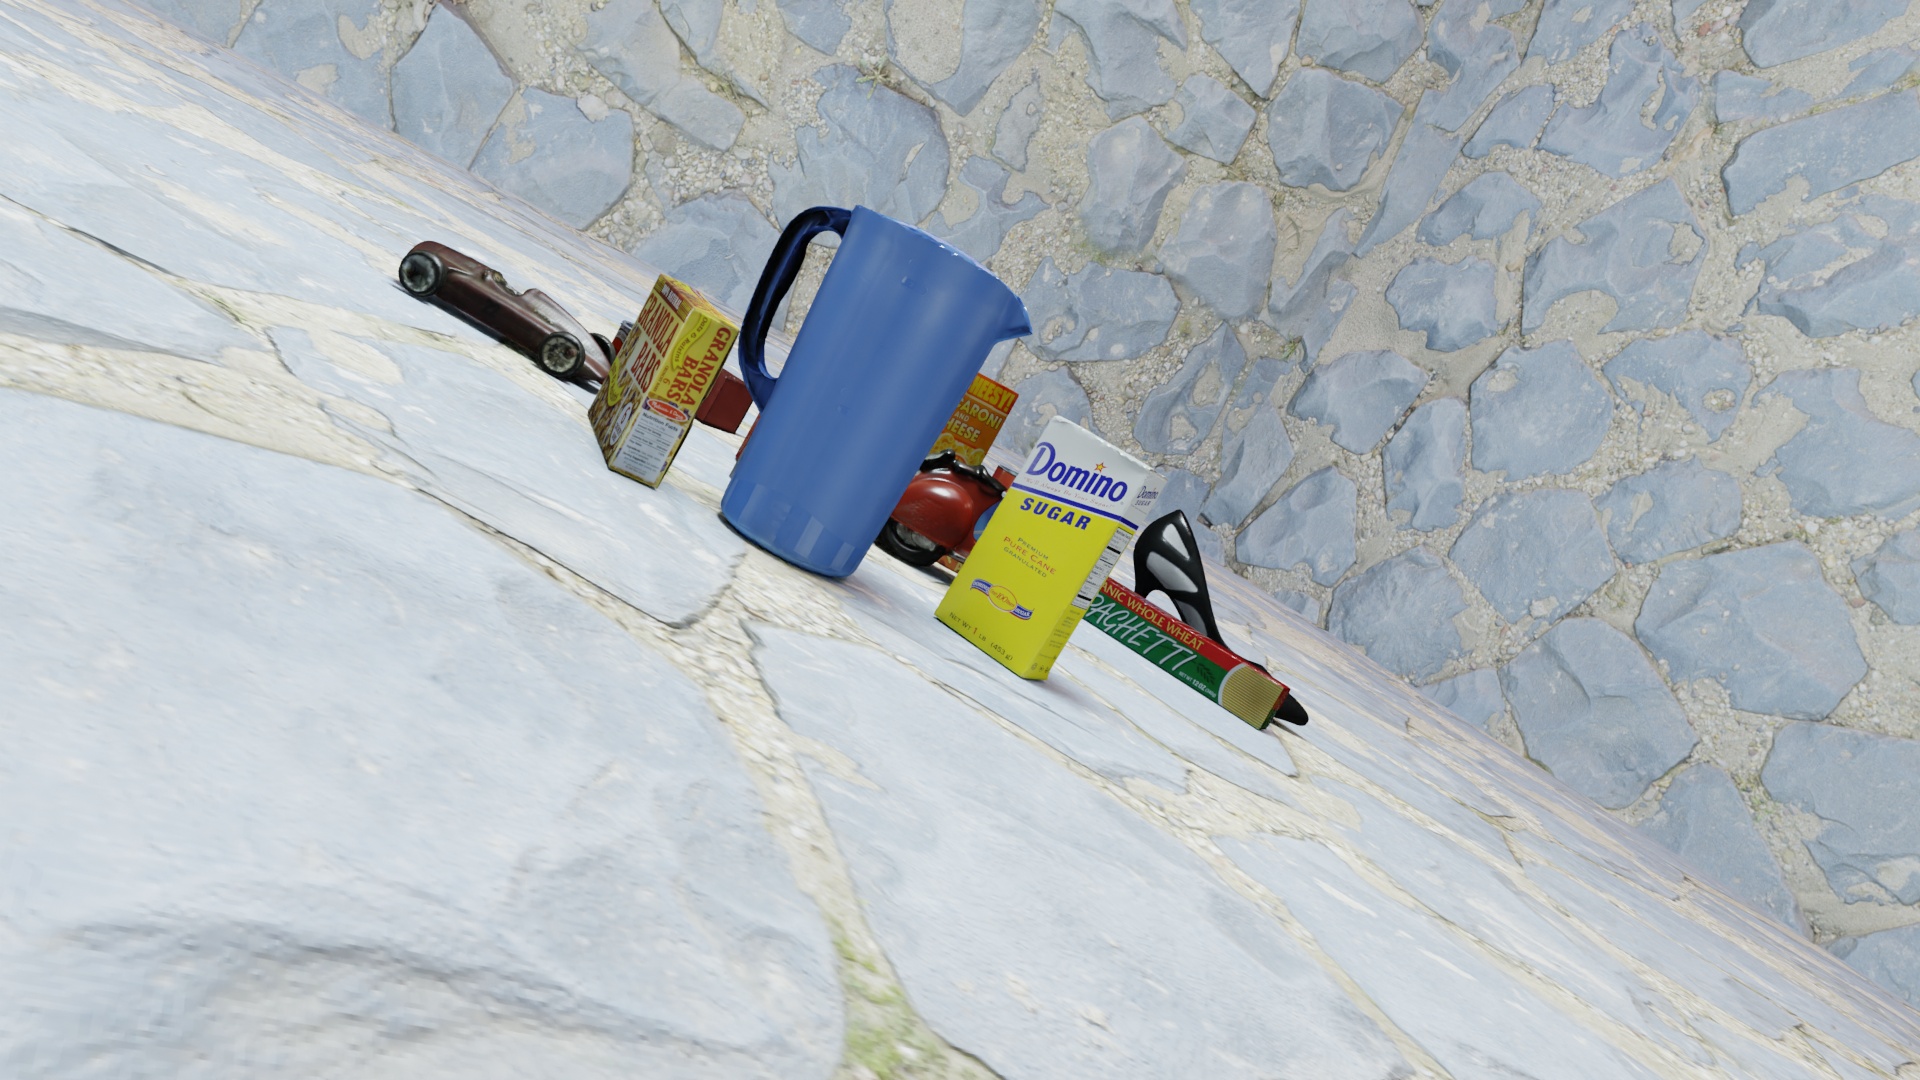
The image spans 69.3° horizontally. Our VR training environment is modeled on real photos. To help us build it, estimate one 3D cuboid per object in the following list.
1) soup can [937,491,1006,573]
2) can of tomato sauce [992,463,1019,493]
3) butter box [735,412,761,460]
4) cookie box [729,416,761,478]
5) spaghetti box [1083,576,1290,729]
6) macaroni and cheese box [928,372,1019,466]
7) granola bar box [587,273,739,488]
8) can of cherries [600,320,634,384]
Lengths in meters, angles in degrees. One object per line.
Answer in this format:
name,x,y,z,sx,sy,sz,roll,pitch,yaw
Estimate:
soup can,0.005,-0.016,1.302,0.071,0.083,0.071,29,7,-4
can of tomato sauce,0.053,-0.040,1.660,0.071,0.083,0.071,29,7,-4
butter box,-0.144,-0.073,1.245,0.103,0.053,0.024,27,7,-20
cookie box,-0.102,-0.103,1.159,0.040,0.167,0.123,35,9,40
spaghetti box,0.211,0.104,1.400,0.250,0.050,0.028,32,7,25
macaroni and cheese box,-0.021,-0.132,1.674,0.123,0.166,0.040,24,8,-37
granola bar box,-0.216,-0.119,0.997,0.039,0.124,0.166,26,8,-26
can of cherries,-0.290,-0.158,1.251,0.071,0.058,0.071,29,7,-4
